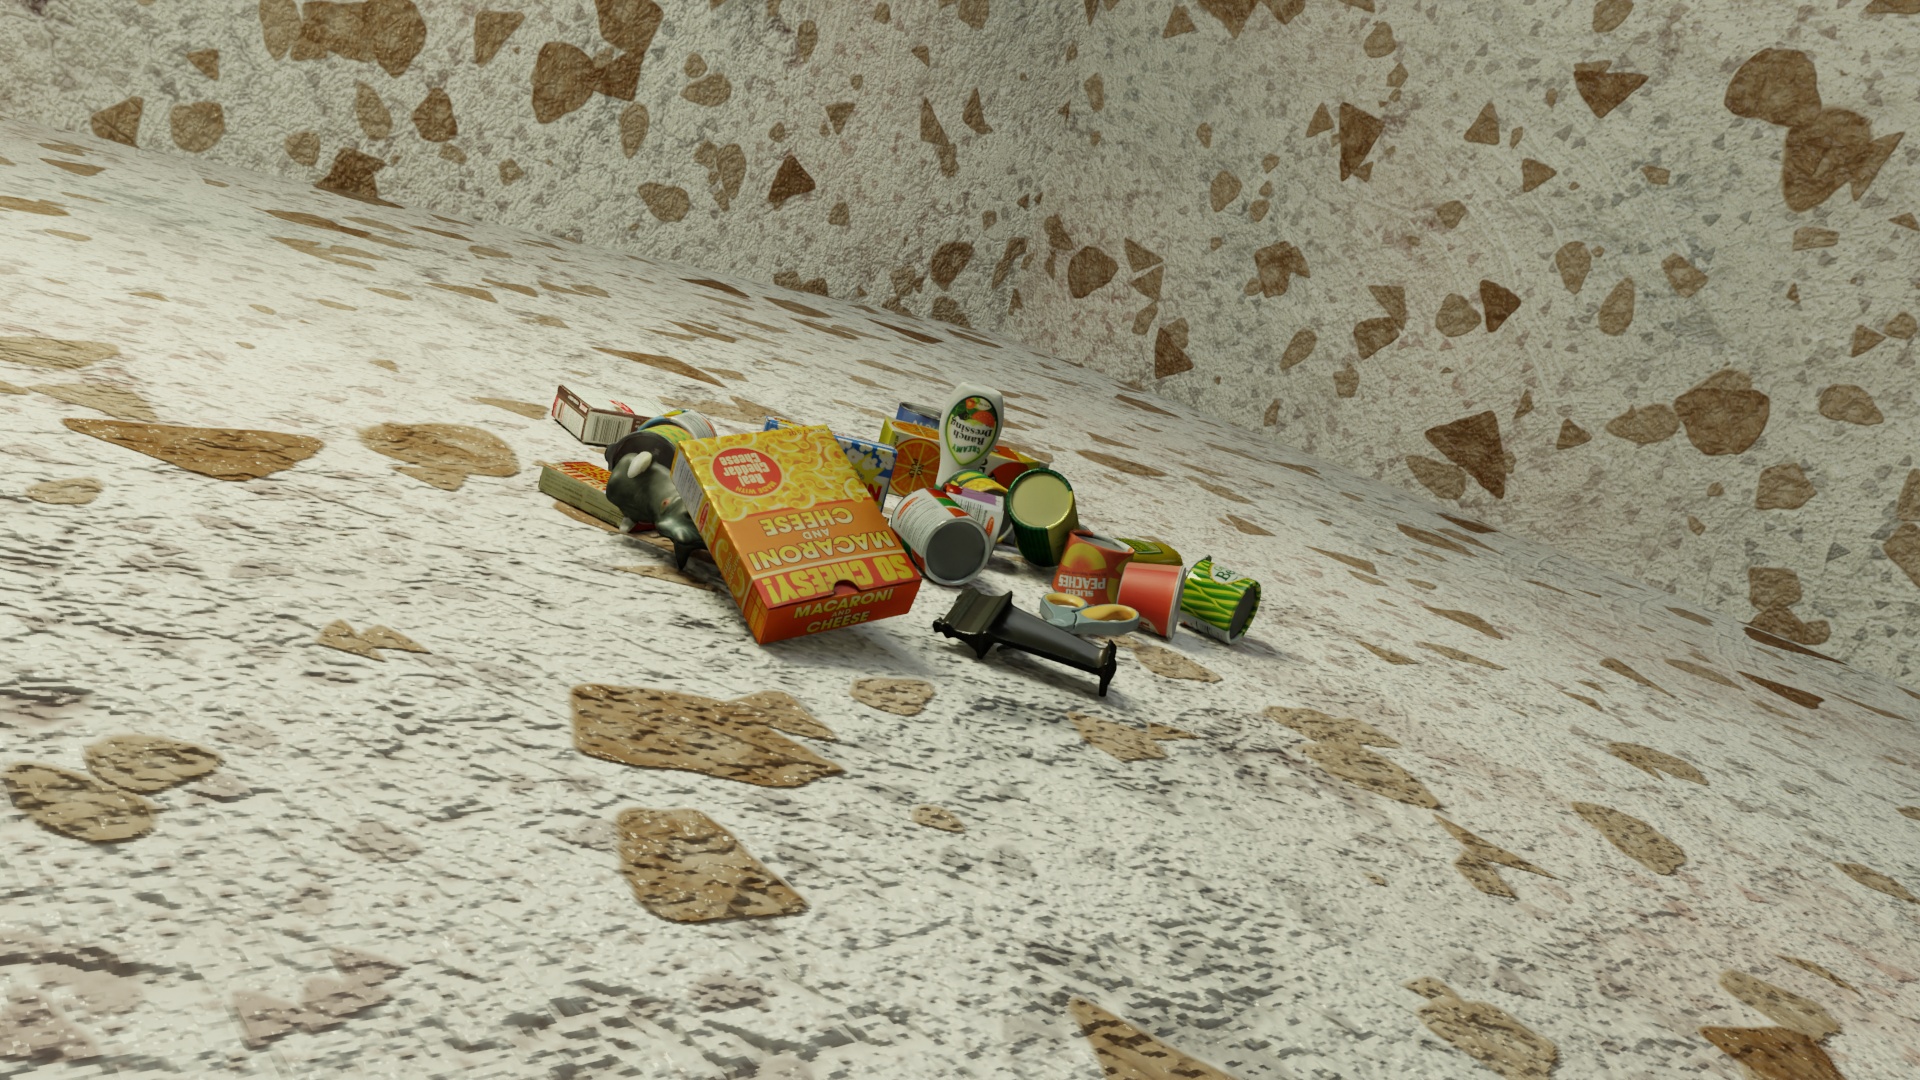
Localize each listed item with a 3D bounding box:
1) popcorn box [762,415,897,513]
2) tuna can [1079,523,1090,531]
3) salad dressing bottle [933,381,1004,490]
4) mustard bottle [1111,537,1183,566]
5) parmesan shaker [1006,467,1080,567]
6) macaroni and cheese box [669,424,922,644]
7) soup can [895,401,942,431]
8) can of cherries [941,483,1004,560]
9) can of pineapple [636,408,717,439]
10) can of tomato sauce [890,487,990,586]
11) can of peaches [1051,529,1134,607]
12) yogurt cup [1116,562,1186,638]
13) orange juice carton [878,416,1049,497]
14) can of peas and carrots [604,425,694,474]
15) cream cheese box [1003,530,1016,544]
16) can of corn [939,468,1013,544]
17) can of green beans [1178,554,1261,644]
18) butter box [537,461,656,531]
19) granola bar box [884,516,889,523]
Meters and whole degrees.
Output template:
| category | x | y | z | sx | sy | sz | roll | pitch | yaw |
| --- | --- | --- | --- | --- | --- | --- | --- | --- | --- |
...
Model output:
| category | x | y | z | sx | sy | sz | roll | pitch | yaw |
| --- | --- | --- | --- | --- | --- | --- | --- | --- | --- |
| popcorn box | -0.130 | -0.060 | 1.298 | 0.127 | 0.085 | 0.038 | 13 | 12 | -15 |
| tuna can | 0.104 | -0.003 | 1.472 | 0.071 | 0.032 | 0.071 | 16 | 13 | -4 |
| salad dressing bottle | 0.002 | -0.089 | 1.447 | 0.064 | 0.147 | 0.044 | 15 | 14 | -6 |
| mustard bottle | 0.185 | 0.025 | 1.422 | 0.065 | 0.048 | 0.160 | 29 | 18 | 37 |
| parmesan shaker | 0.083 | -0.024 | 1.356 | 0.071 | 0.071 | 0.102 | 20 | -17 | 15 |
| macaroni and cheese box | -0.120 | -0.010 | 1.000 | 0.124 | 0.040 | 0.167 | -10 | 51 | -33 |
| soup can | -0.049 | -0.111 | 1.614 | 0.071 | 0.083 | 0.071 | 16 | 13 | -4 |
| can of cherries | 0.005 | -0.017 | 1.336 | 0.058 | 0.071 | 0.071 | 14 | 13 | -8 |
| can of pineapple | -0.264 | -0.085 | 1.282 | 0.071 | 0.070 | 0.058 | 18 | 13 | 4 |
| can of tomato sauce | -0.017 | -0.003 | 1.247 | 0.071 | 0.071 | 0.083 | 11 | 15 | -26 |
| can of peaches | 0.125 | 0.027 | 1.318 | 0.071 | 0.058 | 0.071 | 16 | 12 | -4 |
| yogurt cup | 0.173 | 0.052 | 1.269 | 0.054 | 0.072 | 0.072 | 11 | 11 | 13 |
| orange juice carton | 0.001 | -0.076 | 1.559 | 0.193 | 0.071 | 0.073 | 13 | 14 | -14 |
| can of peas and carrots | -0.263 | -0.065 | 1.195 | 0.071 | 0.070 | 0.059 | 18 | 12 | 4 |
| cream cheese box | 0.061 | -0.032 | 1.492 | 0.024 | 0.053 | 0.104 | 16 | 13 | 7 |
| can of corn | 0.015 | -0.033 | 1.412 | 0.071 | 0.071 | 0.058 | 9 | 15 | -30 |
| can of green beans | 0.245 | 0.058 | 1.320 | 0.058 | 0.071 | 0.071 | 25 | 15 | 30 |
| butter box | -0.290 | -0.037 | 1.137 | 0.103 | 0.024 | 0.053 | 23 | 15 | 25 |
| granola bar box | -0.153 | -0.018 | 1.196 | 0.166 | 0.039 | 0.124 | 18 | 13 | 4 |
